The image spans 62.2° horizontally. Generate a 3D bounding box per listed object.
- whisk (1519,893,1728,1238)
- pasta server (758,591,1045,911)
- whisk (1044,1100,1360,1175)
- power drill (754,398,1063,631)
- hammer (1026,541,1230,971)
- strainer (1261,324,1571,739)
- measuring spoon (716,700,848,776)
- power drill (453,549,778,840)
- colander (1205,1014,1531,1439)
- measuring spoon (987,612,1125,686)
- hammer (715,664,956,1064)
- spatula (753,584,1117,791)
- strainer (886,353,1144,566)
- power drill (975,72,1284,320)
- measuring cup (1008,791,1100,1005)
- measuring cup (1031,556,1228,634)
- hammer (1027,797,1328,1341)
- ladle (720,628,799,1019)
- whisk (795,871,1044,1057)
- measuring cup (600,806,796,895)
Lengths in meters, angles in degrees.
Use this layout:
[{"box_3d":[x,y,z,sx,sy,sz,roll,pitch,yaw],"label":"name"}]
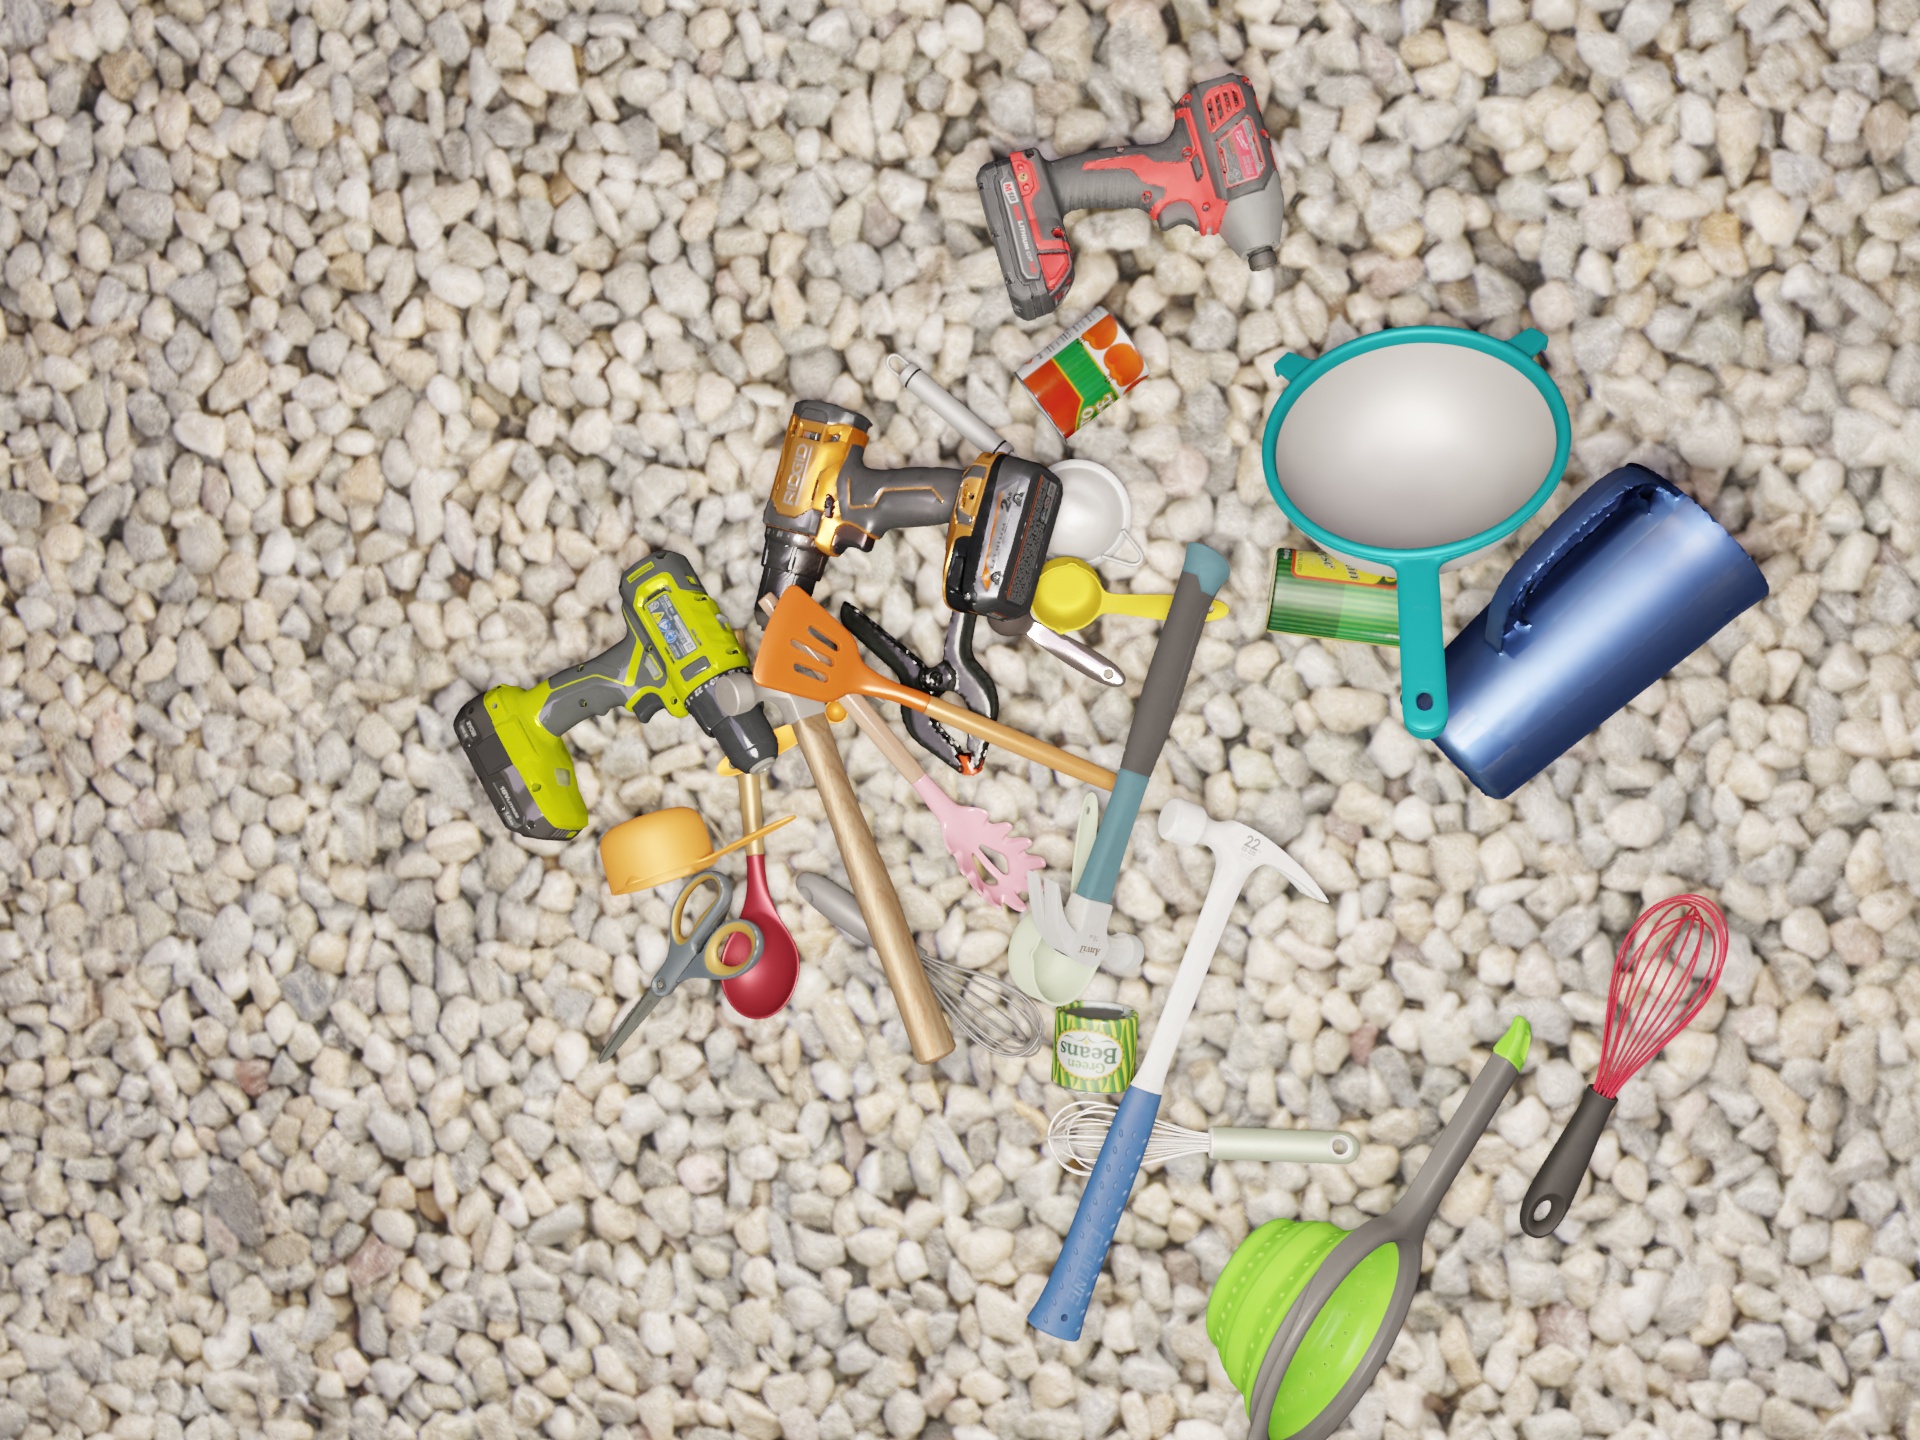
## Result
[{"box_3d":[0.492,0.263,1.198,0.073,0.073,0.295,22,103,6],"label":"whisk"},{"box_3d":[-0.047,0.024,1.233,0.060,0.040,0.316,-44,102,-18],"label":"pasta server"},{"box_3d":[0.189,0.331,1.248,0.246,0.059,0.058,1,71,3],"label":"whisk"},{"box_3d":[-0.053,-0.136,1.216,0.226,0.084,0.185,17,92,24],"label":"power drill"},{"box_3d":[0.138,0.027,1.210,0.033,0.128,0.331,20,92,47],"label":"hammer"},{"box_3d":[0.324,-0.123,1.128,0.211,0.095,0.341,-3,61,16],"label":"strainer"},{"box_3d":[-0.143,0.015,1.281,0.117,0.011,0.021,-27,87,-4],"label":"measuring spoon"},{"box_3d":[-0.268,0.000,1.266,0.228,0.080,0.191,-32,79,8],"label":"power drill"},{"box_3d":[0.298,0.379,1.209,0.095,0.204,0.397,28,79,39],"label":"colander"},{"box_3d":[0.076,-0.061,1.254,0.124,0.018,0.034,31,97,4],"label":"measuring spoon"},{"box_3d":[-0.075,0.104,1.229,0.031,0.130,0.331,-24,86,49],"label":"hammer"},{"box_3d":[-0.002,-0.004,1.213,0.322,0.041,0.081,23,77,-12],"label":"spatula"},{"box_3d":[0.038,-0.202,1.242,0.258,0.050,0.087,41,112,7],"label":"strainer"},{"box_3d":[0.132,-0.385,1.202,0.219,0.078,0.143,-17,91,6],"label":"power drill"},{"box_3d":[0.078,0.137,1.244,0.038,0.083,0.167,7,86,46],"label":"measuring cup"},{"box_3d":[0.131,-0.096,1.242,0.156,0.029,0.062,4,121,-5],"label":"measuring cup"},{"box_3d":[0.150,0.271,1.202,0.144,0.035,0.405,23,87,-16],"label":"hammer"},{"box_3d":[-0.171,0.083,1.293,0.069,0.031,0.315,-4,91,13],"label":"ladle"},{"box_3d":[-0.034,0.192,1.270,0.239,0.055,0.055,34,97,9],"label":"whisk"},{"box_3d":[-0.208,0.087,1.257,0.173,0.095,0.052,-24,81,21],"label":"measuring cup"}]
